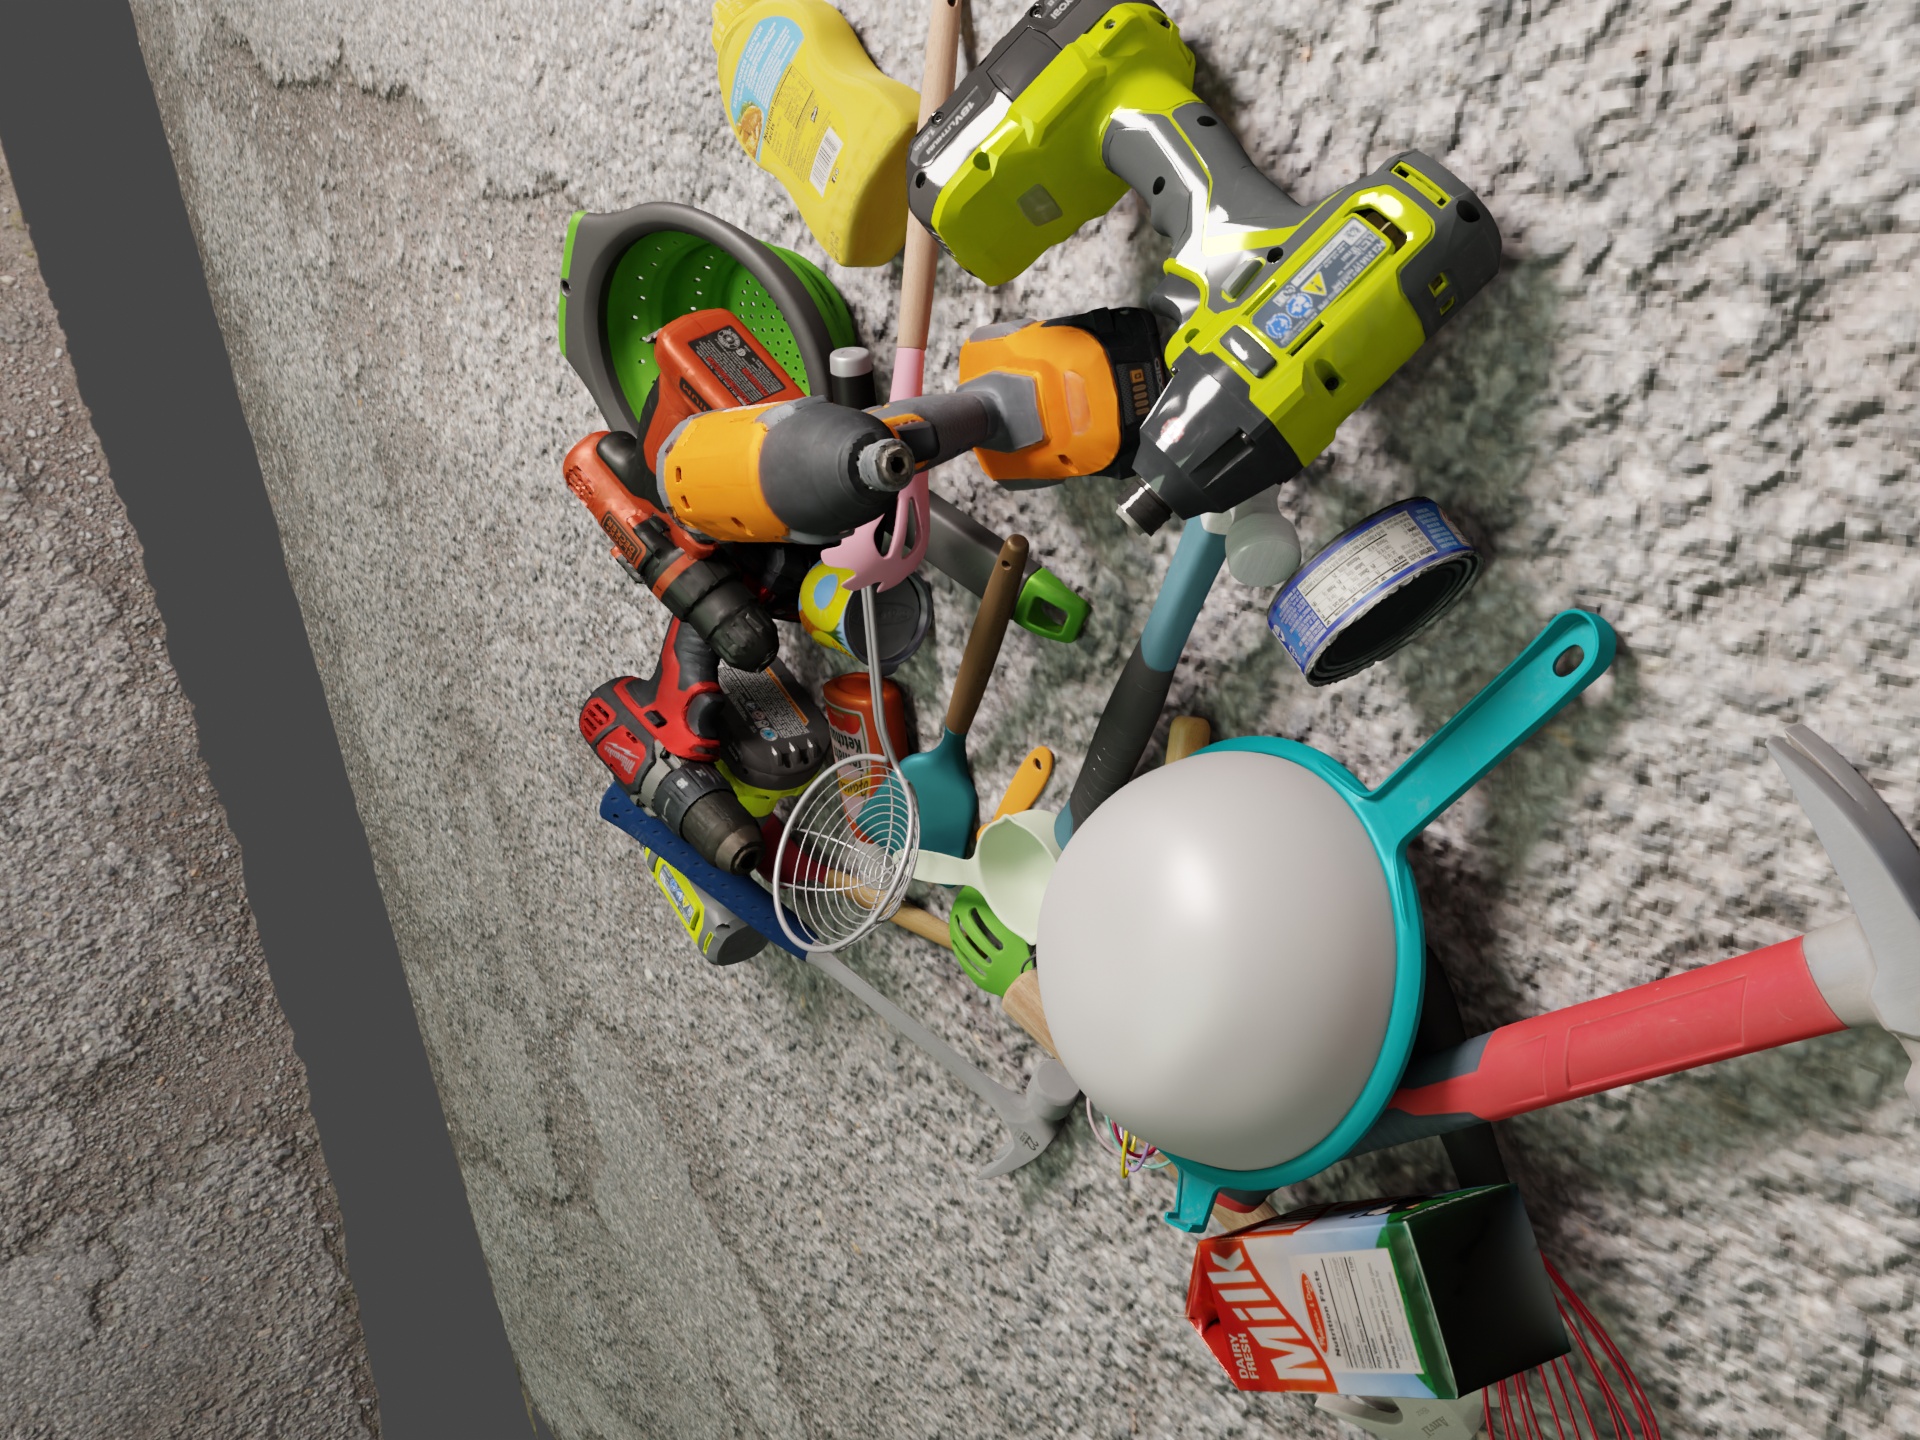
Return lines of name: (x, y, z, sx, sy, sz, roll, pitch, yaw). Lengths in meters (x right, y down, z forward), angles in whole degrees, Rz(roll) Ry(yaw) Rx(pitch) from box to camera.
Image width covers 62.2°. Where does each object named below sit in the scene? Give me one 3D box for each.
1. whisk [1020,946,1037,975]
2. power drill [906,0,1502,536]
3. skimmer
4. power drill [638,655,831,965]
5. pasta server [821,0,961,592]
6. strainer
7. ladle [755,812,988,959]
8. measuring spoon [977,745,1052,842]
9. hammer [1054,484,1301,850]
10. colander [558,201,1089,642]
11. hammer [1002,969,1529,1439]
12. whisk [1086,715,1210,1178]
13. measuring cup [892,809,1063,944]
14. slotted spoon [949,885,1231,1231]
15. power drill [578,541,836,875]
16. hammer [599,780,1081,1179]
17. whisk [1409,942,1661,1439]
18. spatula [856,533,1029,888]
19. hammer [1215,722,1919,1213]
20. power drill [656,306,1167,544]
whisk: (0.105, 0.126, 0.899, 0.239, 0.055, 0.055, -37, 76, 53)
power drill: (0.081, -0.192, 0.653, 0.171, 0.080, 0.223, -44, 59, 10)
skimmer: (-0.077, -0.031, 0.927, 0.127, 0.090, 0.363, 40, 141, 50)
power drill: (-0.193, 0.053, 1.236, 0.191, 0.080, 0.228, 52, 135, 30)
pasta server: (-0.027, -0.222, 0.834, 0.040, 0.060, 0.316, 21, 107, 58)
strainer: (0.132, 0.066, 0.690, 0.340, 0.095, 0.211, -51, 44, 36)
ladle: (-0.081, 0.127, 1.194, 0.316, 0.031, 0.069, 18, 121, 50)
measuring spoon: (0.032, 0.051, 0.991, 0.021, 0.011, 0.116, 56, 146, 20)
hammer: (0.095, -0.026, 0.795, 0.330, 0.033, 0.128, 106, 166, -53)
colander: (-0.069, -0.180, 0.958, 0.397, 0.094, 0.204, 36, 136, 15)
hammer: (0.146, 0.262, 0.875, 0.331, 0.031, 0.130, 42, 141, 21)
whisk: (0.105, 0.120, 0.828, 0.051, 0.047, 0.245, 10, 95, 42)
measuring cup: (0.020, 0.090, 0.996, 0.168, 0.038, 0.083, 2, 107, 51)
slotted spoon: (0.087, 0.215, 0.989, 0.314, 0.031, 0.070, 46, 126, 30)
power drill: (-0.158, -0.025, 1.078, 0.188, 0.080, 0.226, 42, 110, 34)
hammer: (-0.098, 0.173, 1.126, 0.406, 0.035, 0.144, 36, 139, 15)
whisk: (0.252, 0.240, 0.733, 0.073, 0.073, 0.296, -30, 75, 58)
spatula: (-0.002, -0.003, 0.953, 0.082, 0.044, 0.317, 33, 148, 10)
hammer: (0.221, 0.137, 0.678, 0.386, 0.038, 0.143, -36, 75, 48)
power drill: (-0.008, -0.134, 0.742, 0.164, 0.226, 0.084, 10, 116, 54)
